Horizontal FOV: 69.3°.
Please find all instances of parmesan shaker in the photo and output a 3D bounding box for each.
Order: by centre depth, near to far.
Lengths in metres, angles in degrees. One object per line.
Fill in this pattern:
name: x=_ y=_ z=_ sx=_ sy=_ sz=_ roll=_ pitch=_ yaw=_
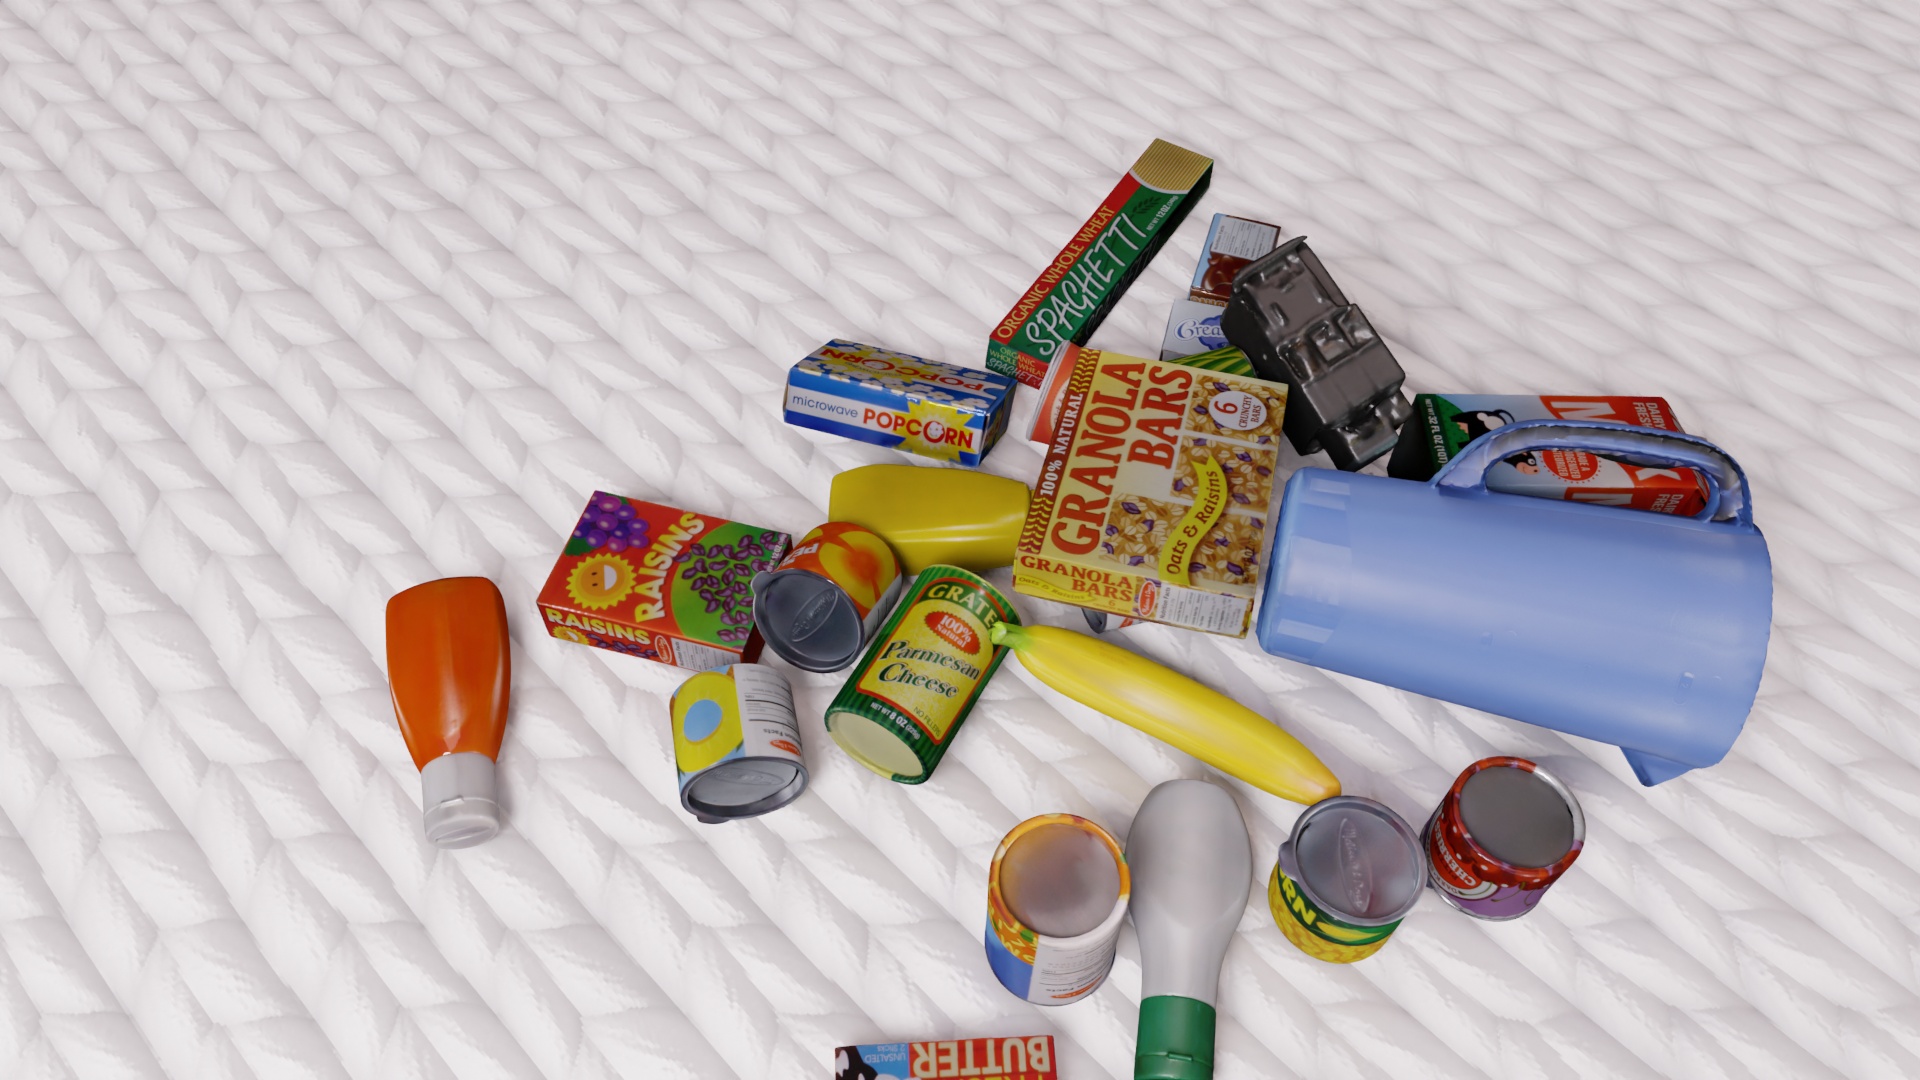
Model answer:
parmesan shaker: x=-0.017 y=0.074 z=0.751 sx=0.071 sy=0.071 sz=0.103 roll=24 pitch=57 yaw=16

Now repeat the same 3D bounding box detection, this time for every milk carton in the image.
milk carton: x=0.364 y=-0.038 z=0.834 sx=0.191 sy=0.073 sz=0.073 roll=1 pitch=54 yaw=0

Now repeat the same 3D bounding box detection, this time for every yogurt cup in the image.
yogurt cup: x=0.077 y=-0.085 z=0.870 sx=0.054 sy=0.072 sz=0.073 roll=22 pitch=56 yaw=5

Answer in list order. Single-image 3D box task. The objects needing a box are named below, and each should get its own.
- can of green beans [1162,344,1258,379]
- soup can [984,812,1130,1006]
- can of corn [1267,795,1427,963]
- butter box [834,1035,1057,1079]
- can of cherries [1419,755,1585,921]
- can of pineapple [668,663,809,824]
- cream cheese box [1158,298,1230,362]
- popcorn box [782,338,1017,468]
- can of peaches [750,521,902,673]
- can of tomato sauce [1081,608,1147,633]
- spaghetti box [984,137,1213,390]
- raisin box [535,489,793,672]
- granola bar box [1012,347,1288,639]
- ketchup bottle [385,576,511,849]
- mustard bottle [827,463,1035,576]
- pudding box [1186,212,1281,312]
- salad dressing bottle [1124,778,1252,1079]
can of green beans: x=0.149 y=-0.084 z=0.868 sx=0.058 sy=0.071 sz=0.071 roll=-14 pitch=56 yaw=-10
soup can: x=0.044 y=0.175 z=0.666 sx=0.071 sy=0.083 sz=0.072 roll=0 pitch=54 yaw=0
can of corn: x=0.188 y=0.169 z=0.689 sx=0.071 sy=0.058 sz=0.071 roll=1 pitch=54 yaw=-1
butter box: x=-0.006 y=0.259 z=0.640 sx=0.103 sy=0.024 sz=0.053 roll=-3 pitch=55 yaw=-3
can of cherries: x=0.271 y=0.152 z=0.703 sx=0.071 sy=0.058 sz=0.072 roll=1 pitch=54 yaw=-1
can of pineapple: x=-0.118 y=0.106 z=0.726 sx=0.071 sy=0.070 sz=0.058 roll=-10 pitch=54 yaw=-8
cream cheese box: x=0.187 y=-0.127 z=0.926 sx=0.104 sy=0.024 sz=0.054 roll=12 pitch=53 yaw=7
popcorn box: x=-0.036 y=-0.087 z=0.861 sx=0.127 sy=0.038 sz=0.085 roll=14 pitch=22 yaw=9
can of peaches: x=-0.074 y=0.029 z=0.771 sx=0.071 sy=0.071 sz=0.058 roll=19 pitch=34 yaw=12
can of tomato sauce: x=0.111 y=0.011 z=0.797 sx=0.083 sy=0.070 sz=0.071 roll=-11 pitch=55 yaw=-10
spaghetti box: x=0.101 y=-0.198 z=0.973 sx=0.050 sy=0.028 sz=0.251 roll=26 pitch=58 yaw=18
raisin box: x=-0.167 y=0.025 z=0.800 sx=0.123 sy=0.039 sz=0.086 roll=13 pitch=56 yaw=7
granola bar box: x=0.108 y=-0.030 z=0.763 sx=0.124 sy=0.038 sz=0.166 roll=12 pitch=49 yaw=9
ketchup bottle: x=-0.273 y=0.091 z=0.747 sx=0.065 sy=0.043 sz=0.149 roll=-13 pitch=55 yaw=-9
mustard bottle: x=0.003 y=-0.010 z=0.822 sx=0.160 sy=0.048 sz=0.065 roll=2 pitch=52 yaw=-1
pudding box: x=0.190 y=-0.188 z=0.967 sx=0.050 sy=0.030 sz=0.084 roll=15 pitch=55 yaw=9
salad dressing bottle: x=0.109 y=0.192 z=0.680 sx=0.064 sy=0.043 sz=0.148 roll=9 pitch=55 yaw=3
